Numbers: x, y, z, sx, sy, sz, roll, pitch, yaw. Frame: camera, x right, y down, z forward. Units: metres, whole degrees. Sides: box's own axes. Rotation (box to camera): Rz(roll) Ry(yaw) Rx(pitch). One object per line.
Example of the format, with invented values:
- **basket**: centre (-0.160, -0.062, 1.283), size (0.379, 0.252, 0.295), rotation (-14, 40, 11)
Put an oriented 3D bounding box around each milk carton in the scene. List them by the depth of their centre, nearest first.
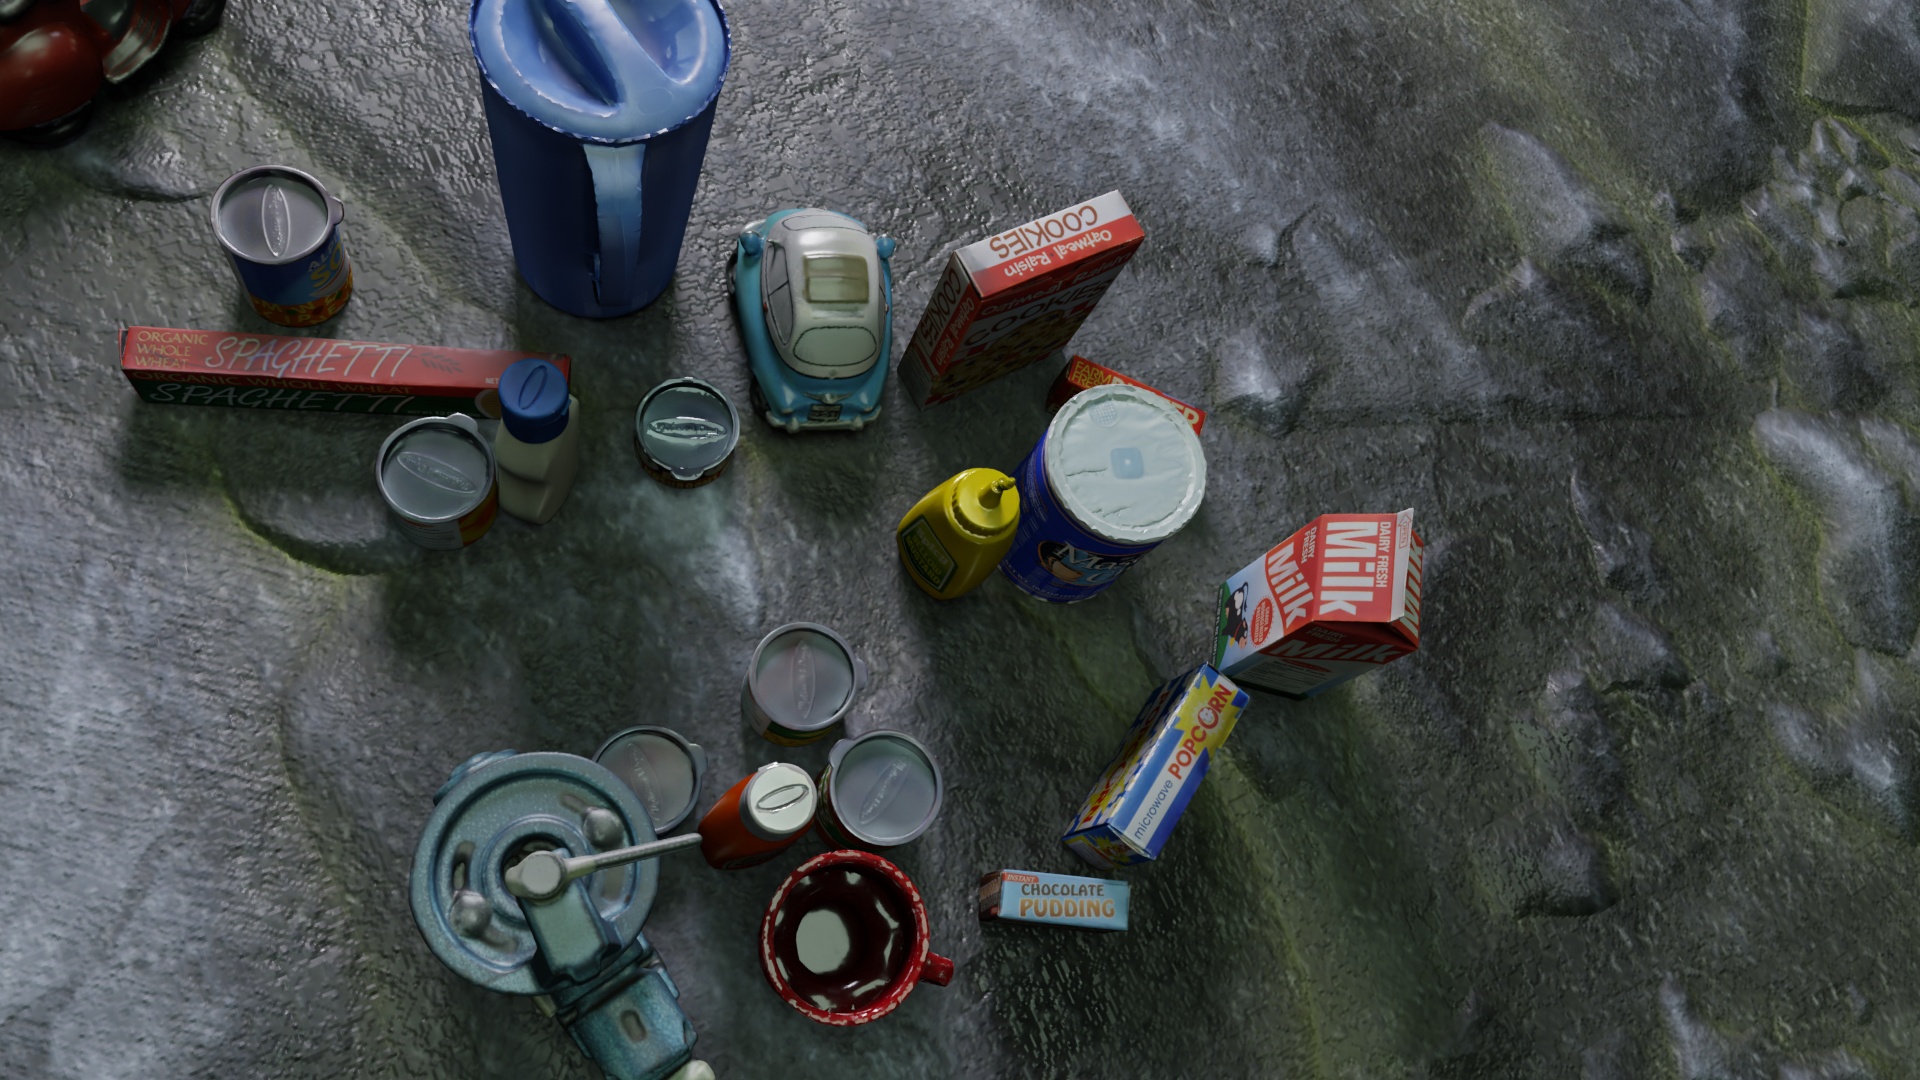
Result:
- **milk carton**: centre (0.233, 0.042, 0.884), size (0.073, 0.190, 0.072), rotation (15, 69, -10)

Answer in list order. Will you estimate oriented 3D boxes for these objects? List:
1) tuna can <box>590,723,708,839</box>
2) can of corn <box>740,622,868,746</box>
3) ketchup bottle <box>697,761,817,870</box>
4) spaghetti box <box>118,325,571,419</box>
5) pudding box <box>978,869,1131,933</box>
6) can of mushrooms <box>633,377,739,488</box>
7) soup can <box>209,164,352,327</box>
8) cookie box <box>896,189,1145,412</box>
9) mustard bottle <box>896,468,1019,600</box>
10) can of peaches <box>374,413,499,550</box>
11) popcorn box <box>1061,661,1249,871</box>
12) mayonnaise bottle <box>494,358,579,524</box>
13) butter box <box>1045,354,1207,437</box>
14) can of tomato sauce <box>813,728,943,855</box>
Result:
- **tuna can**: centre (-0.185, 0.143, 0.821), size (0.071, 0.032, 0.071), rotation (5, 70, -14)
- **can of corn**: centre (-0.097, 0.089, 0.850), size (0.071, 0.058, 0.071), rotation (5, 70, -14)
- **ketchup bottle**: centre (-0.110, 0.153, 0.774), size (0.065, 0.148, 0.043), rotation (-19, 78, -20)
- **spaghetti box**: centre (-0.367, -0.100, 0.845), size (0.250, 0.050, 0.029), rotation (2, 71, -15)
- **pudding box**: centre (0.057, 0.221, 0.850), size (0.084, 0.049, 0.030), rotation (9, 70, -12)
- **can of mushrooms**: centre (-0.177, -0.067, 0.895), size (0.071, 0.033, 0.071), rotation (5, 70, -14)
- **soup can**: centre (-0.407, -0.177, 0.843), size (0.071, 0.083, 0.071), rotation (5, 71, -14)
- **cookie box**: centre (0.036, -0.153, 0.911), size (0.123, 0.166, 0.040), rotation (-26, 80, -21)
- **mustard bottle**: centre (0.003, -0.011, 0.856), size (0.049, 0.159, 0.065), rotation (-33, 83, -22)
- **can of peaches**: centre (-0.311, -0.035, 0.834), size (0.071, 0.058, 0.071), rotation (5, 70, -14)
- **popcorn box**: centre (0.122, 0.144, 0.876), size (0.038, 0.085, 0.127), rotation (37, 66, -1)
- **mayonnaise bottle**: centre (-0.247, -0.060, 0.811), size (0.041, 0.147, 0.065), rotation (21, 68, -7)
- **butter box**: centre (0.115, -0.091, 0.973), size (0.103, 0.053, 0.024), rotation (23, 67, -7)
- **can of tomato sauce**: centre (-0.054, 0.151, 0.826), size (0.071, 0.082, 0.071), rotation (5, 71, -14)
